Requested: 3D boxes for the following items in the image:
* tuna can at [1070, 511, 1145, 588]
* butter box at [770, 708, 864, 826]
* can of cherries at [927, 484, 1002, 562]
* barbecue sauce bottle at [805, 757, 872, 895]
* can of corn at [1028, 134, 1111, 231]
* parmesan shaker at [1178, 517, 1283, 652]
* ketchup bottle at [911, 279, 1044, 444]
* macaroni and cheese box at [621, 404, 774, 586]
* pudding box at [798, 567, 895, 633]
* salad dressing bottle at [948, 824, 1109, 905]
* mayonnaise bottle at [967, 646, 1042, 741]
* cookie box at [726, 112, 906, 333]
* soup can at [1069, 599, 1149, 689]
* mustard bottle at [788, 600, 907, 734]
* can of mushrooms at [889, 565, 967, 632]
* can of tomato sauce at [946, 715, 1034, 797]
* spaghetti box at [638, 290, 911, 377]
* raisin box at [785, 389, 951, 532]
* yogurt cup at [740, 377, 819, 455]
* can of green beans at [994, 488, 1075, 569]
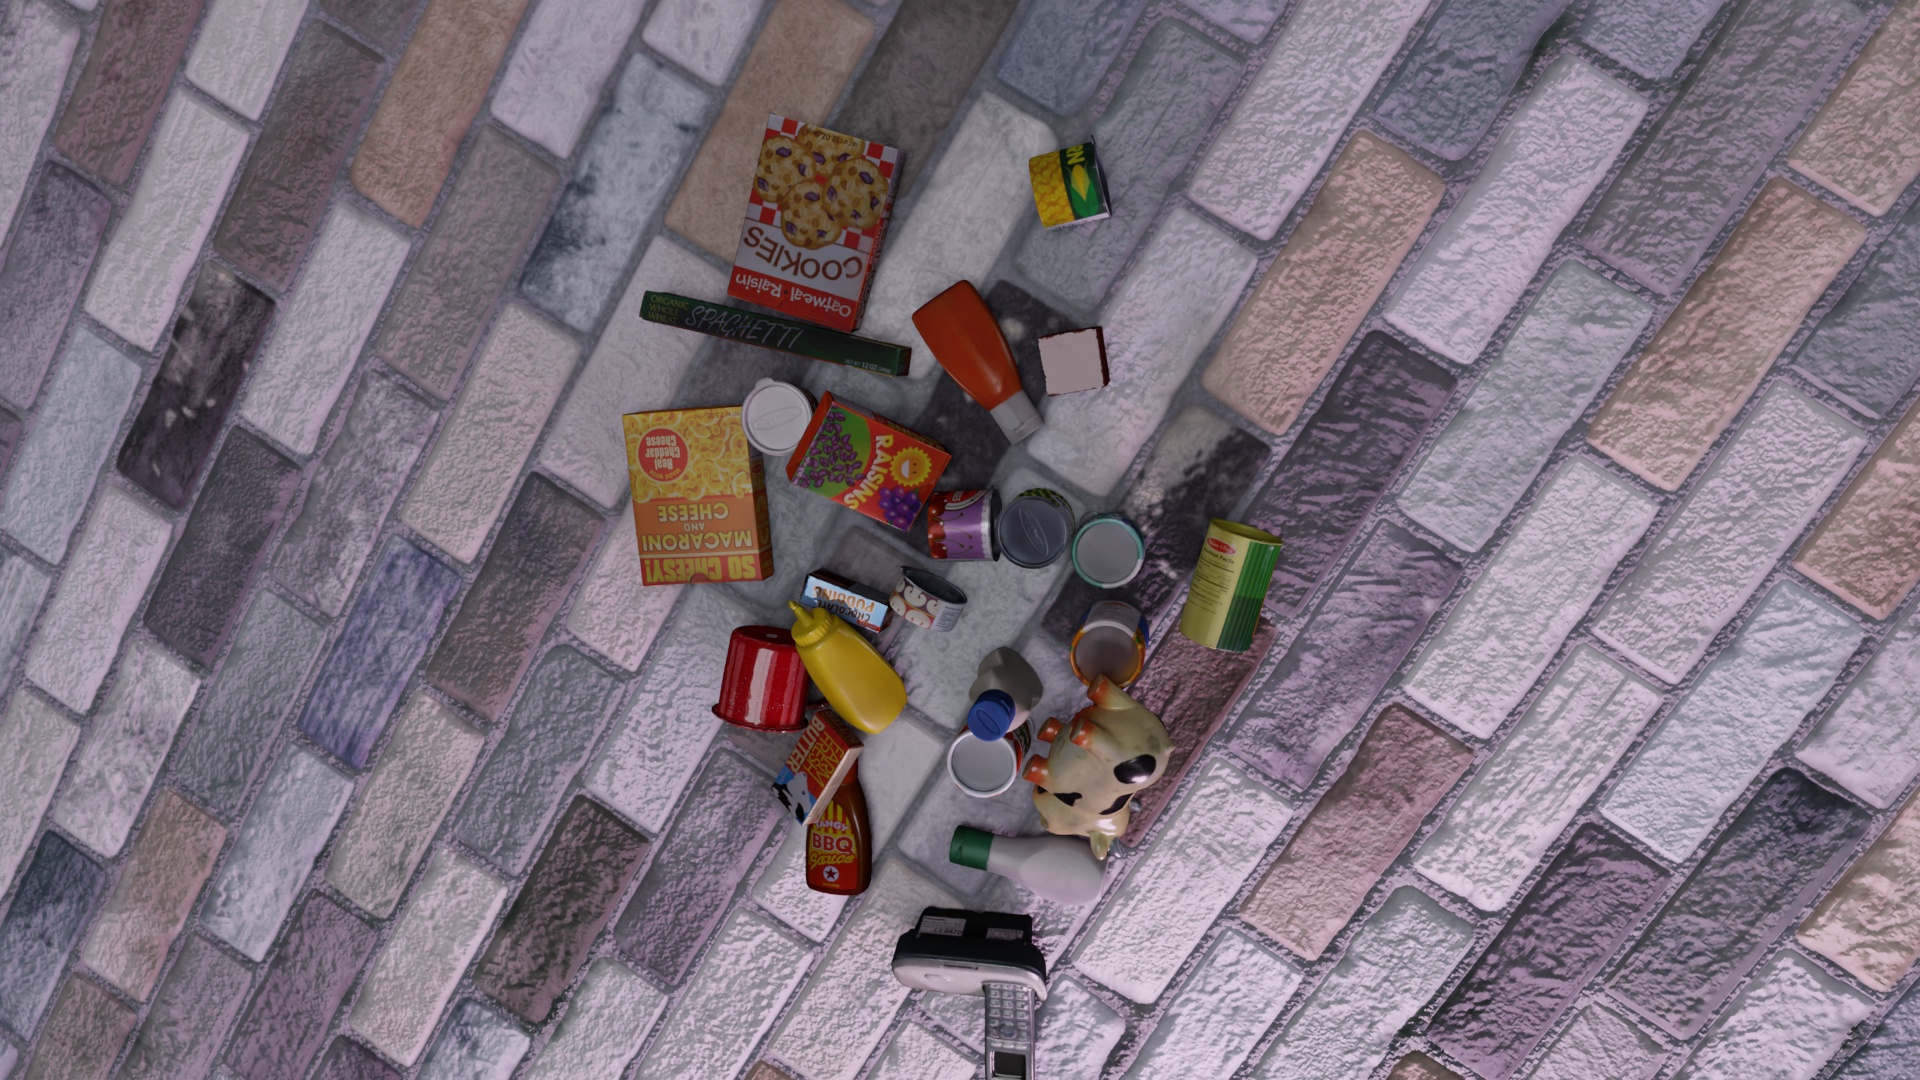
[{"bbox_3d":[0.132,0.007,1.257,0.071,0.033,0.071,2,100,10],"label":"tuna can"},{"bbox_3d":[-0.135,0.213,1.304,0.053,0.024,0.103,43,116,25],"label":"butter box"},{"bbox_3d":[0.004,-0.016,1.261,0.058,0.071,0.071,-1,99,12],"label":"can of cherries"},{"bbox_3d":[-0.117,0.265,1.341,0.065,0.044,0.148,4,99,17],"label":"barbecue sauce bottle"},{"bbox_3d":[0.094,-0.307,1.196,0.058,0.071,0.071,-12,97,13],"label":"can of corn"},{"bbox_3d":[0.236,0.039,1.228,0.071,0.071,0.102,16,103,8],"label":"parmesan shaker"},{"bbox_3d":[0.021,-0.157,1.246,0.064,0.043,0.148,-33,92,15],"label":"ketchup bottle"},{"bbox_3d":[-0.249,-0.042,1.317,0.124,0.040,0.166,-3,98,12],"label":"macaroni and cheese box"},{"bbox_3d":[-0.104,0.056,1.301,0.084,0.050,0.030,22,99,6],"label":"pudding box"},{"bbox_3d":[0.064,0.303,1.313,0.148,0.044,0.064,11,103,10],"label":"salad dressing bottle"},{"bbox_3d":[0.036,0.140,1.237,0.041,0.148,0.065,-43,90,15],"label":"mayonnaise bottle"},{"bbox_3d":[-0.131,-0.286,1.256,0.123,0.040,0.167,18,102,7],"label":"cookie box"},{"bbox_3d":[0.134,0.097,1.245,0.071,0.084,0.071,2,100,10],"label":"soup can"},{"bbox_3d":[-0.112,0.108,1.277,0.065,0.049,0.159,-47,121,-22],"label":"mustard bottle"},{"bbox_3d":[-0.032,0.054,1.280,0.071,0.071,0.033,27,104,5],"label":"can of mushrooms"},{"bbox_3d":[0.029,0.192,1.281,0.071,0.083,0.071,2,100,11],"label":"can of tomato sauce"},{"bbox_3d":[-0.170,-0.190,1.274,0.250,0.050,0.028,14,100,8],"label":"spaghetti box"},{"bbox_3d":[-0.083,-0.071,1.256,0.123,0.040,0.086,24,104,-24],"label":"raisin box"},{"bbox_3d":[-0.162,-0.115,1.282,0.072,0.054,0.072,2,100,11],"label":"yogurt cup"},{"bbox_3d":[0.068,-0.012,1.253,0.071,0.058,0.071,2,100,11],"label":"can of green beans"}]
